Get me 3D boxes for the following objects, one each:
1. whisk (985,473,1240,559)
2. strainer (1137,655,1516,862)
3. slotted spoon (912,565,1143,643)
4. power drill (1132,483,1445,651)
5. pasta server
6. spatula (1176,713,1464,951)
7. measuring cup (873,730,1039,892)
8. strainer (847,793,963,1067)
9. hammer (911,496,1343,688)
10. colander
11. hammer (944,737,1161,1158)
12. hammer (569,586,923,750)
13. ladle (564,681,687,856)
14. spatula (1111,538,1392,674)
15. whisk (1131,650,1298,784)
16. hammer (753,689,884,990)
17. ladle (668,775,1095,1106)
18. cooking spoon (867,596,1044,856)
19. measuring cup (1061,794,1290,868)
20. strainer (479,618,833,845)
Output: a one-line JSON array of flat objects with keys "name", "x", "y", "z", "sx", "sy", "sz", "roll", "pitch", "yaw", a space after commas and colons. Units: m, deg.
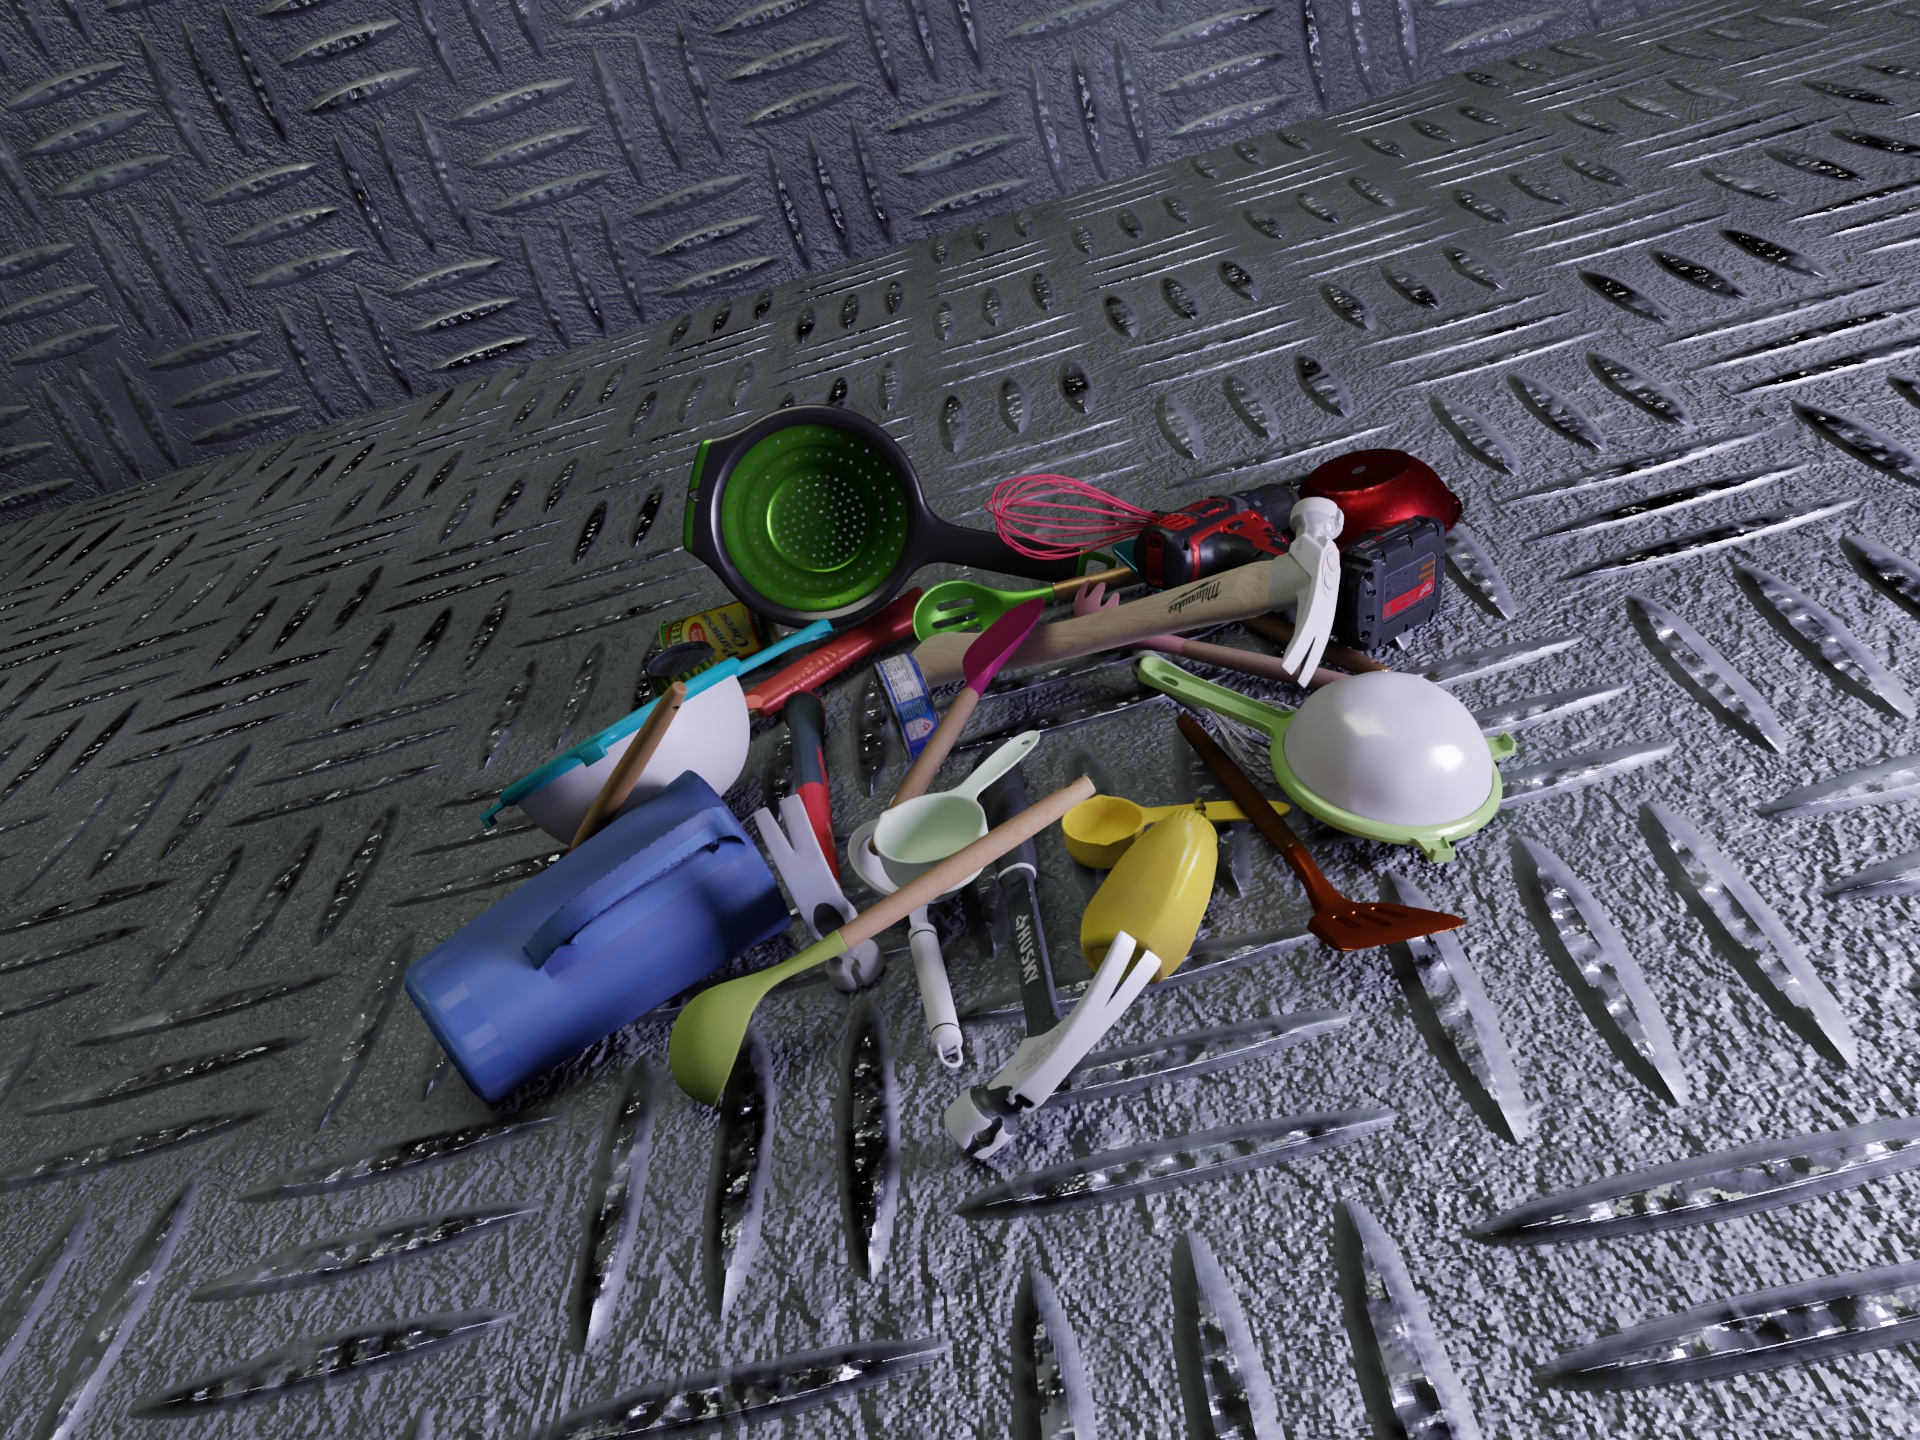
[{"name": "whisk", "x": 0.152, "y": -0.171, "z": 1.374, "sx": 0.295, "sy": 0.073, "sz": 0.073, "roll": 0, "pitch": 18, "yaw": -29}, {"name": "strainer", "x": 0.236, "y": -0.010, "z": 1.050, "sx": 0.256, "sy": 0.069, "sz": 0.151, "roll": 23, "pitch": 40, "yaw": 23}, {"name": "slotted spoon", "x": 0.110, "y": -0.119, "z": 1.441, "sx": 0.313, "sy": 0.070, "sz": 0.031, "roll": -14, "pitch": -1, "yaw": -1}, {"name": "power drill", "x": 0.279, "y": -0.140, "z": 1.297, "sx": 0.188, "sy": 0.080, "sz": 0.227, "roll": -26, "pitch": 33, "yaw": -38}, {"name": "pasta server", "x": 0.207, "y": -0.058, "z": 1.273, "sx": 0.316, "sy": 0.060, "sz": 0.040, "roll": 17, "pitch": 56, "yaw": 43}, {"name": "spatula", "x": 0.208, "y": 0.066, "z": 1.035, "sx": 0.081, "sy": 0.041, "sz": 0.323, "roll": -10, "pitch": 30, "yaw": -12}, {"name": "measuring cup", "x": 0.009, "y": 0.063, "z": 1.095, "sx": 0.083, "sy": 0.038, "sz": 0.167, "roll": 12, "pitch": 38, "yaw": 35}, {"name": "strainer", "x": -0.028, "y": 0.141, "z": 1.060, "sx": 0.086, "sy": 0.050, "sz": 0.259, "roll": 9, "pitch": 29, "yaw": -16}, {"name": "hammer", "x": 0.111, "y": -0.064, "z": 1.265, "sx": 0.411, "sy": 0.038, "sz": 0.146, "roll": -12, "pitch": 53, "yaw": 41}, {"name": "colander", "x": -0.054, "y": -0.174, "z": 1.491, "sx": 0.397, "sy": 0.204, "sz": 0.094, "roll": 11, "pitch": 5, "yaw": -2}, {"name": "hammer", "x": 0.041, "y": 0.107, "z": 1.040, "sx": 0.149, "sy": 0.036, "sz": 0.409, "roll": -47, "pitch": 18, "yaw": 16}, {"name": "hammer", "x": -0.174, "y": -0.027, "z": 1.446, "sx": 0.359, "sy": 0.036, "sz": 0.149, "roll": -34, "pitch": 37, "yaw": -27}, {"name": "ladle", "x": -0.261, "y": 0.075, "z": 1.137, "sx": 0.069, "sy": 0.315, "sz": 0.031, "roll": -4, "pitch": 55, "yaw": -42}, {"name": "spatula", "x": 0.242, "y": -0.094, "z": 1.310, "sx": 0.082, "sy": 0.044, "sz": 0.318, "roll": -12, "pitch": 24, "yaw": -26}, {"name": "whisk", "x": 0.192, "y": -0.011, "z": 1.200, "sx": 0.059, "sy": 0.057, "sz": 0.247, "roll": 9, "pitch": 14, "yaw": -25}, {"name": "hammer", "x": -0.117, "y": 0.046, "z": 1.199, "sx": 0.038, "sy": 0.143, "sz": 0.387, "roll": -23, "pitch": 24, "yaw": 1}, {"name": "ladle", "x": -0.045, "y": 0.135, "z": 1.006, "sx": 0.320, "sy": 0.062, "sz": 0.078, "roll": -32, "pitch": 9, "yaw": -6}, {"name": "cooking spoon", "x": -0.002, "y": -0.004, "z": 1.204, "sx": 0.069, "sy": 0.017, "sz": 0.319, "roll": -20, "pitch": 25, "yaw": 36}, {"name": "measuring cup", "x": 0.148, "y": 0.075, "z": 1.096, "sx": 0.156, "sy": 0.029, "sz": 0.062, "roll": -4, "pitch": 30, "yaw": 2}, {"name": "strainer", "x": -0.203, "y": 0.016, "z": 1.280, "sx": 0.211, "sy": 0.095, "sz": 0.340, "roll": -26, "pitch": 5, "yaw": 46}]
